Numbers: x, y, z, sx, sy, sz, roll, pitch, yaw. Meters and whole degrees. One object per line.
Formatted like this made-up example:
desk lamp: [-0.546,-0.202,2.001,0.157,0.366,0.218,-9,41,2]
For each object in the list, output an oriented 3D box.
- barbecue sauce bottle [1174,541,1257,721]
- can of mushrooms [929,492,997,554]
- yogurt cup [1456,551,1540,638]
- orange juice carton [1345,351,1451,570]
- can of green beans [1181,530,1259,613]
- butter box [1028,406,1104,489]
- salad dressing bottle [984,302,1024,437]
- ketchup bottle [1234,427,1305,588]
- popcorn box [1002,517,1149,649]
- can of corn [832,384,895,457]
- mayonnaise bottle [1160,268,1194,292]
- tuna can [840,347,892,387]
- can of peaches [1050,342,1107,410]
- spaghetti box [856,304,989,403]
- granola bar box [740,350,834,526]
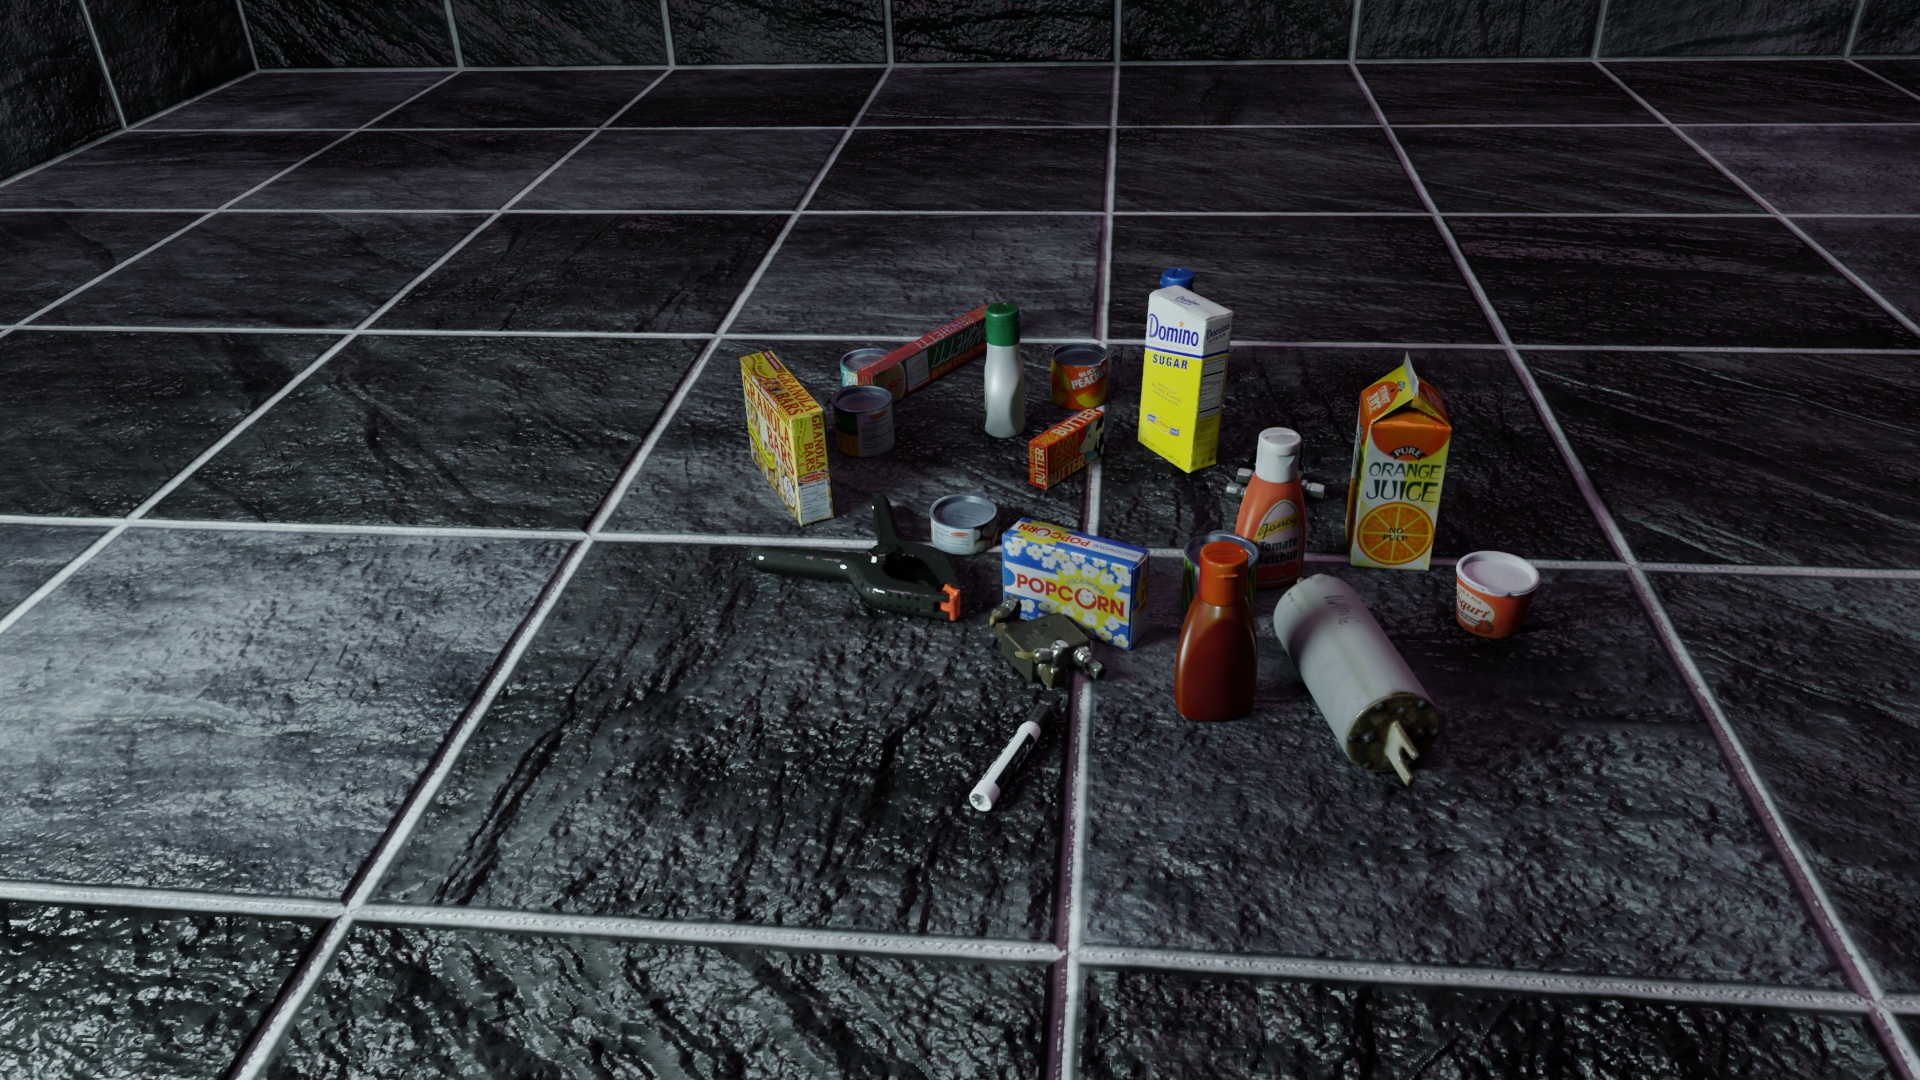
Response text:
barbecue sauce bottle: [0.203,0.072,1.093,0.065,0.147,0.044,-4,31,-4]
can of mushrooms: [0.005,-0.017,1.361,0.071,0.033,0.071,-2,31,1]
yogurt cup: [0.463,0.048,1.207,0.072,0.053,0.073,-2,31,1]
orange juice carton: [0.402,-0.072,1.275,0.073,0.191,0.072,3,32,8]
can of green beans: [0.231,0.034,1.240,0.071,0.057,0.071,-2,31,1]
butter box: [0.113,-0.098,1.467,0.024,0.052,0.104,23,40,35]
salad dressing bottle: [0.048,-0.187,1.526,0.044,0.146,0.064,6,32,13]
ketchup bottle: [0.282,-0.029,1.253,0.065,0.148,0.044,-9,32,-10]
popcorn box: [0.101,0.037,1.218,0.127,0.084,0.038,15,35,26]
can of corn: [-0.107,-0.132,1.532,0.071,0.058,0.071,-2,31,1]
mayonnaise bottle: [0.247,-0.236,1.595,0.041,0.147,0.065,3,32,9]
tuna can: [-0.112,-0.203,1.672,0.071,0.032,0.071,-2,31,1]
can of peaches: [0.138,-0.190,1.610,0.071,0.057,0.071,-2,31,1]
spaghetti box: [-0.032,-0.224,1.684,0.029,0.050,0.251,21,38,33]
granola bar box: [-0.179,-0.108,1.434,0.039,0.123,0.166,-15,34,-20]
